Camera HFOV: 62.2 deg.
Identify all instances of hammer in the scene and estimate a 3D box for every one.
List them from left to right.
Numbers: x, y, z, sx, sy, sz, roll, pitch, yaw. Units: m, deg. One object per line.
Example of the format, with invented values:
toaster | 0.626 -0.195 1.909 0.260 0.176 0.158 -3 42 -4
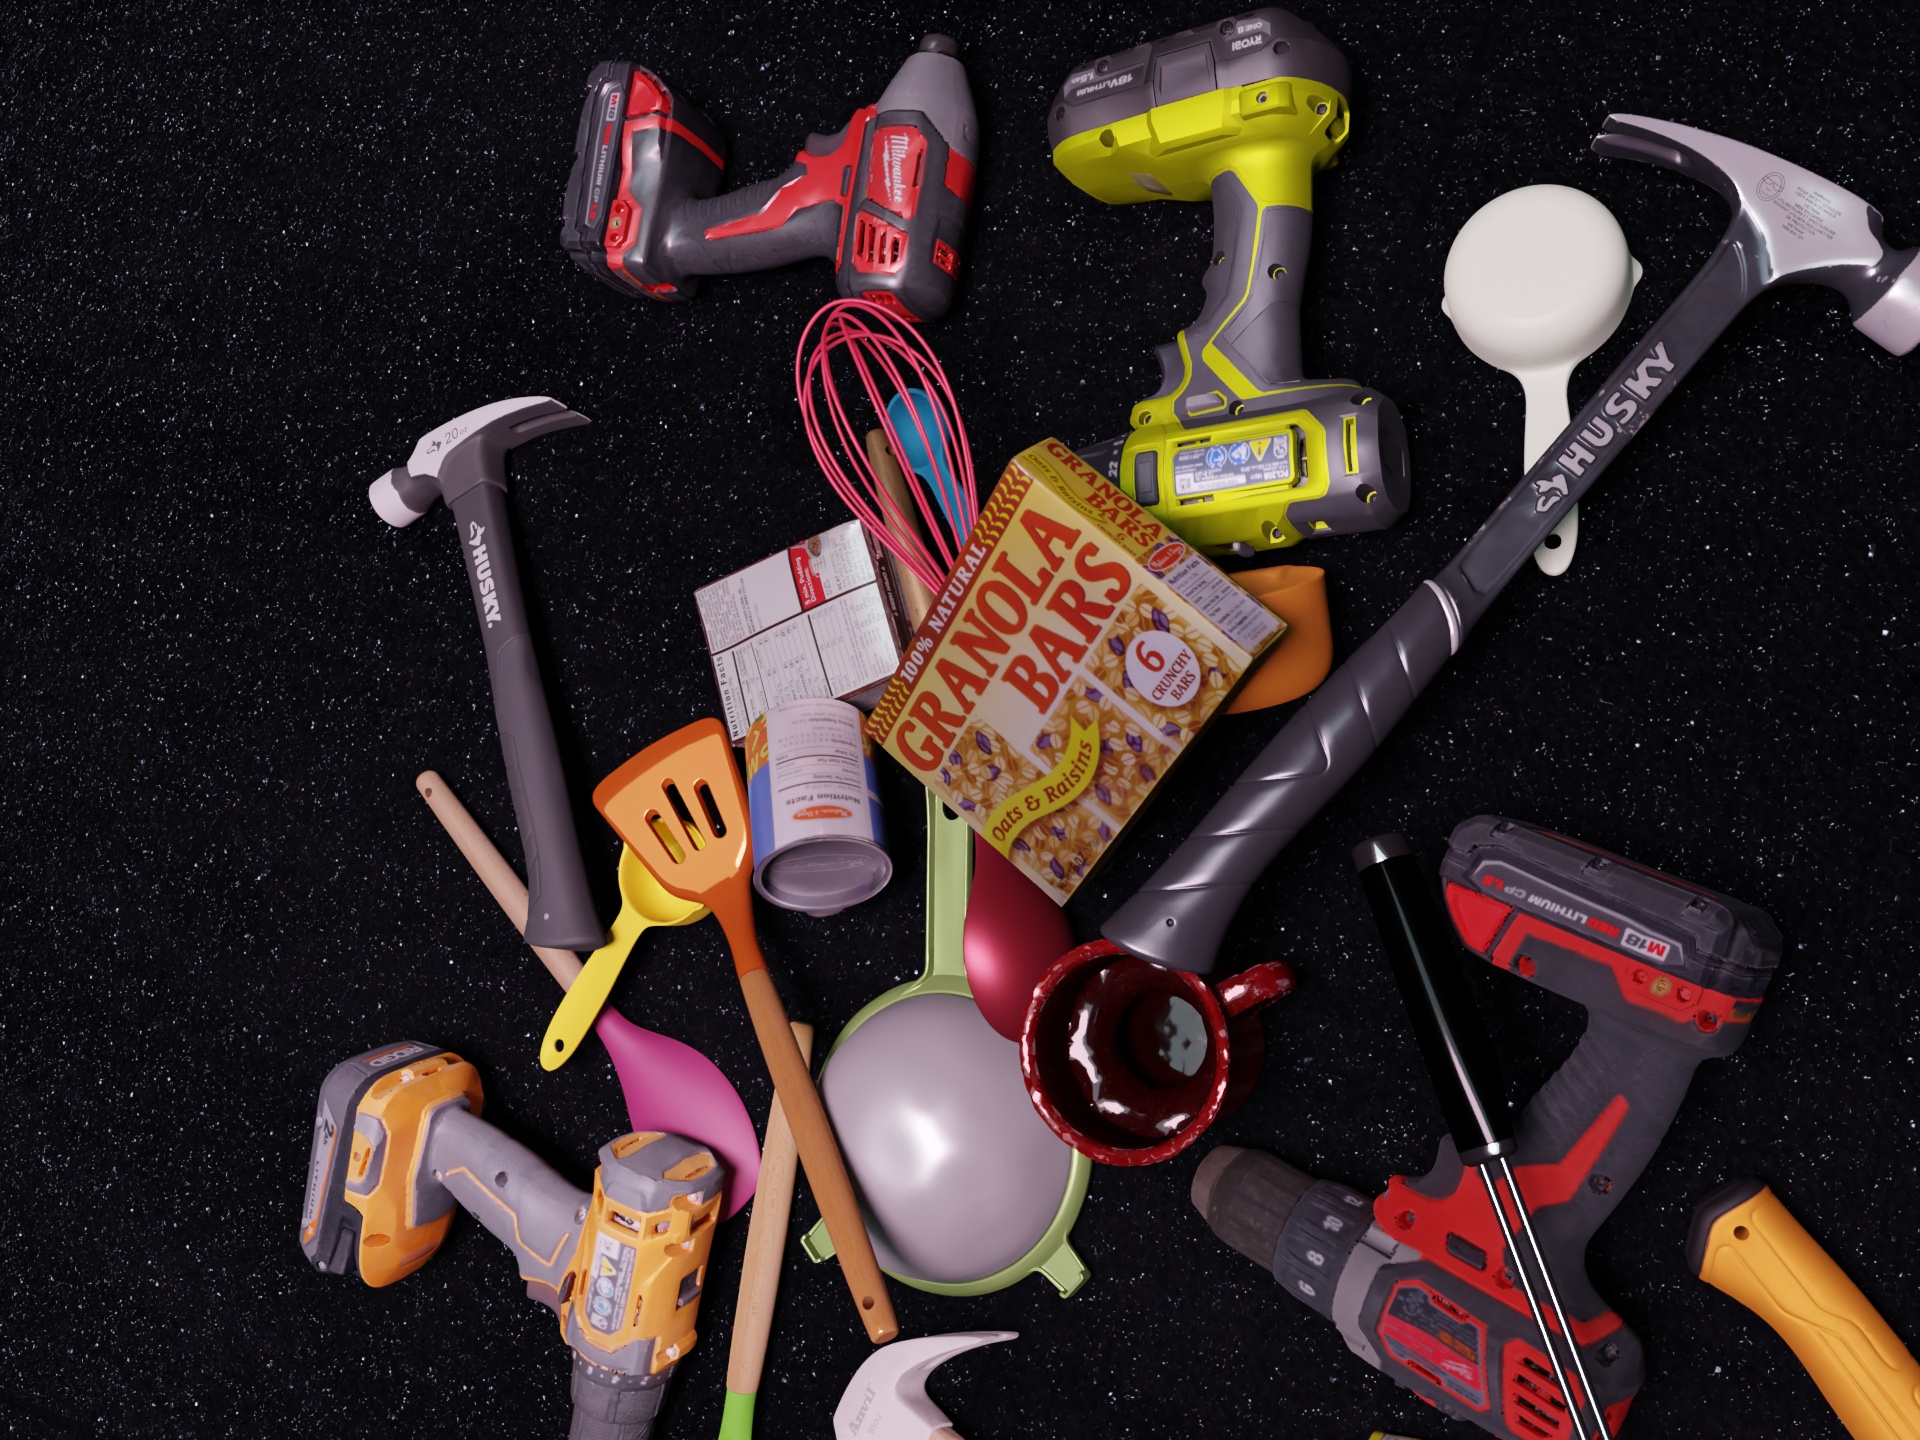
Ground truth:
hammer | -0.244 -0.028 0.885 0.146 0.035 0.335 -27 67 21
hammer | 0.071 0.376 0.669 0.331 0.031 0.130 24 94 37
hammer | 0.200 -0.060 0.631 0.149 0.036 0.409 41 92 10
hammer | 0.385 0.307 0.551 0.127 0.034 0.337 -41 68 17

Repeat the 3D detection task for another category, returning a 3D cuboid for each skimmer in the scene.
skimmer | 0.182 0.209 0.533 0.127 0.090 0.364 -39 59 46

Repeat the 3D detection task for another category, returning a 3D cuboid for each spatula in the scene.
spatula | -0.095 0.138 0.753 0.081 0.041 0.323 -31 54 5

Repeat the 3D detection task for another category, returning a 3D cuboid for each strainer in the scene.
strainer | -0.018 0.145 0.749 0.151 0.069 0.256 -1 85 26

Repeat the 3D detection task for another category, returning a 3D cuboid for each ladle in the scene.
ladle | -0.001 -0.002 0.766 0.031 0.069 0.316 -33 66 43

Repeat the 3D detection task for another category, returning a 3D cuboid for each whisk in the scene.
whisk | 0.002 -0.060 0.742 0.073 0.073 0.296 -25 92 21

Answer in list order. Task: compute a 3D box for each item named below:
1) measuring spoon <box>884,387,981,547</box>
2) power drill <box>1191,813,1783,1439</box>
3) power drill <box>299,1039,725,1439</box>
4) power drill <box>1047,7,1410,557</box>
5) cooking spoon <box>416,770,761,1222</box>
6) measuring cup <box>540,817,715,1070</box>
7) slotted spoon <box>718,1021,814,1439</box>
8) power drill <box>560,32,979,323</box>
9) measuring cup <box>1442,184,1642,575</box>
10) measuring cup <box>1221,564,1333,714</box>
measuring spoon | 0.003 -0.112 0.803 0.042 0.021 0.129 -40 76 45
power drill | 0.202 0.153 0.635 0.188 0.080 0.226 23 97 38
power drill | -0.236 0.283 0.835 0.226 0.084 0.185 15 100 23
power drill | 0.100 -0.185 0.730 0.190 0.080 0.228 -5 84 31
cooking spoon | -0.213 0.141 0.874 0.068 0.017 0.319 -49 67 13
measuring cup | -0.177 0.122 0.851 0.062 0.029 0.156 36 99 24
slotted spoon | -0.103 0.309 0.796 0.070 0.031 0.314 7 85 21
power drill | -0.094 -0.288 0.840 0.220 0.078 0.143 9 88 24
measuring cup | 0.245 -0.146 0.672 0.083 0.038 0.168 -4 80 26
measuring cup | 0.090 -0.033 0.725 0.174 0.095 0.052 -2 104 48
